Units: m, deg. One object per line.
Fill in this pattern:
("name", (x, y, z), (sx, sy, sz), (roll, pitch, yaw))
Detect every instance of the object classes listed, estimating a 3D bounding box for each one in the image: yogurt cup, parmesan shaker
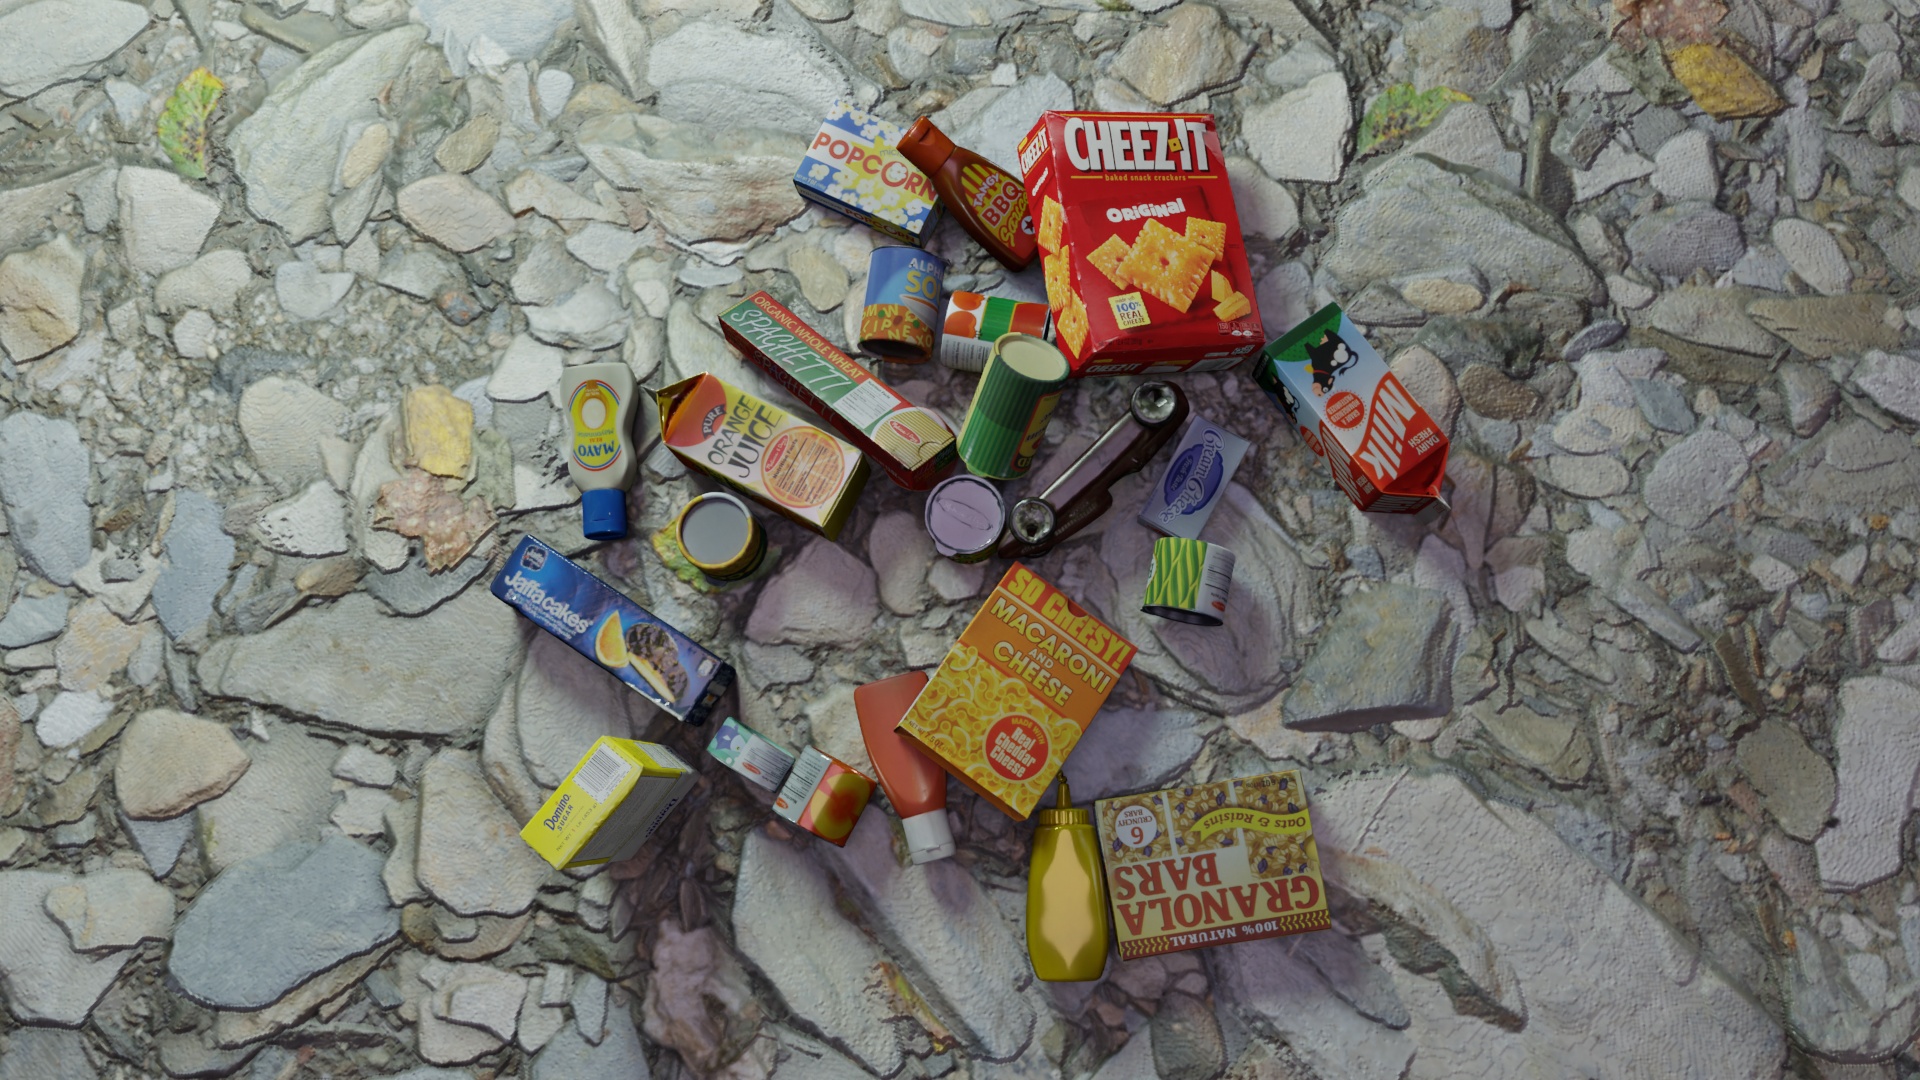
("yogurt cup", (-0.036, -0.079, 1.162), (0.072, 0.054, 0.072), (0, 79, 2))
("parmesan shaker", (0.042, -0.107, 1.129), (0.071, 0.102, 0.072), (13, 41, -11))

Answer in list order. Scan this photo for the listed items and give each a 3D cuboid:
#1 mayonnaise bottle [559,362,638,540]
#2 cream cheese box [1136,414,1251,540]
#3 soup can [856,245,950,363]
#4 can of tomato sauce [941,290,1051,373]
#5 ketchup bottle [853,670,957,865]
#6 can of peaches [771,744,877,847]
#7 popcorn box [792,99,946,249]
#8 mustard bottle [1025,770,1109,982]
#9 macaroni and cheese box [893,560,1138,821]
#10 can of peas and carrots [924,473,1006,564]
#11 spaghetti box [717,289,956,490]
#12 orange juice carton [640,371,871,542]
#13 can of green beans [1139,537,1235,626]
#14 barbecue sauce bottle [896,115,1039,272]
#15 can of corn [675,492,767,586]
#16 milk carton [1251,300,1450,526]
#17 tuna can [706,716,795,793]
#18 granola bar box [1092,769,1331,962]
("mayonnaise bottle", (-0.304, -0.075, 1.180), (0.065, 0.041, 0.148), (-6, 78, 0))
("cream cheese box", (0.195, -0.049, 1.161), (0.053, 0.024, 0.104), (29, 81, 7))
("soup can", (-0.048, -0.200, 1.180), (0.071, 0.071, 0.084), (7, 80, 4))
("can of tomato sauce", (0.031, -0.174, 1.173), (0.083, 0.071, 0.071), (10, 80, 5))
("ketchup bottle", (-0.039, 0.183, 1.115), (0.065, 0.043, 0.149), (-15, 79, -4))
("can of peaches", (-0.106, 0.204, 1.104), (0.071, 0.071, 0.058), (27, 81, 7))
("popcorn box", (-0.072, -0.321, 1.220), (0.127, 0.038, 0.085), (26, 80, 7))
("mustard bottle", (0.084, 0.262, 1.091), (0.065, 0.048, 0.160), (0, 78, 3))
("macaroni and cheese box", (0.046, 0.118, 1.103), (0.124, 0.040, 0.167), (36, 72, 0))
("can of peas and carrots", (0.004, -0.014, 1.145), (0.071, 0.058, 0.071), (-1, 80, 3))
("spaghetti box", (-0.105, -0.128, 1.143), (0.050, 0.028, 0.250), (-38, 59, -23))
("orange juice carton", (-0.176, -0.078, 1.159), (0.193, 0.071, 0.073), (27, 81, 7))
("can of green beans", (0.185, 0.034, 1.124), (0.071, 0.071, 0.058), (12, 79, 5))
("barbecue sauce bottle", (0.012, -0.297, 1.181), (0.148, 0.043, 0.065), (38, 78, -16))
("can of corn", (-0.199, 0.000, 1.151), (0.071, 0.058, 0.071), (-1, 79, 3))
("milk carton", (0.330, -0.094, 1.140), (0.073, 0.072, 0.191), (-35, 80, -5))
("tuna can", (-0.168, 0.171, 1.114), (0.071, 0.071, 0.033), (31, 81, 8))
("granola bar box", (0.196, 0.254, 1.093), (0.166, 0.039, 0.124), (-9, 79, 1))
